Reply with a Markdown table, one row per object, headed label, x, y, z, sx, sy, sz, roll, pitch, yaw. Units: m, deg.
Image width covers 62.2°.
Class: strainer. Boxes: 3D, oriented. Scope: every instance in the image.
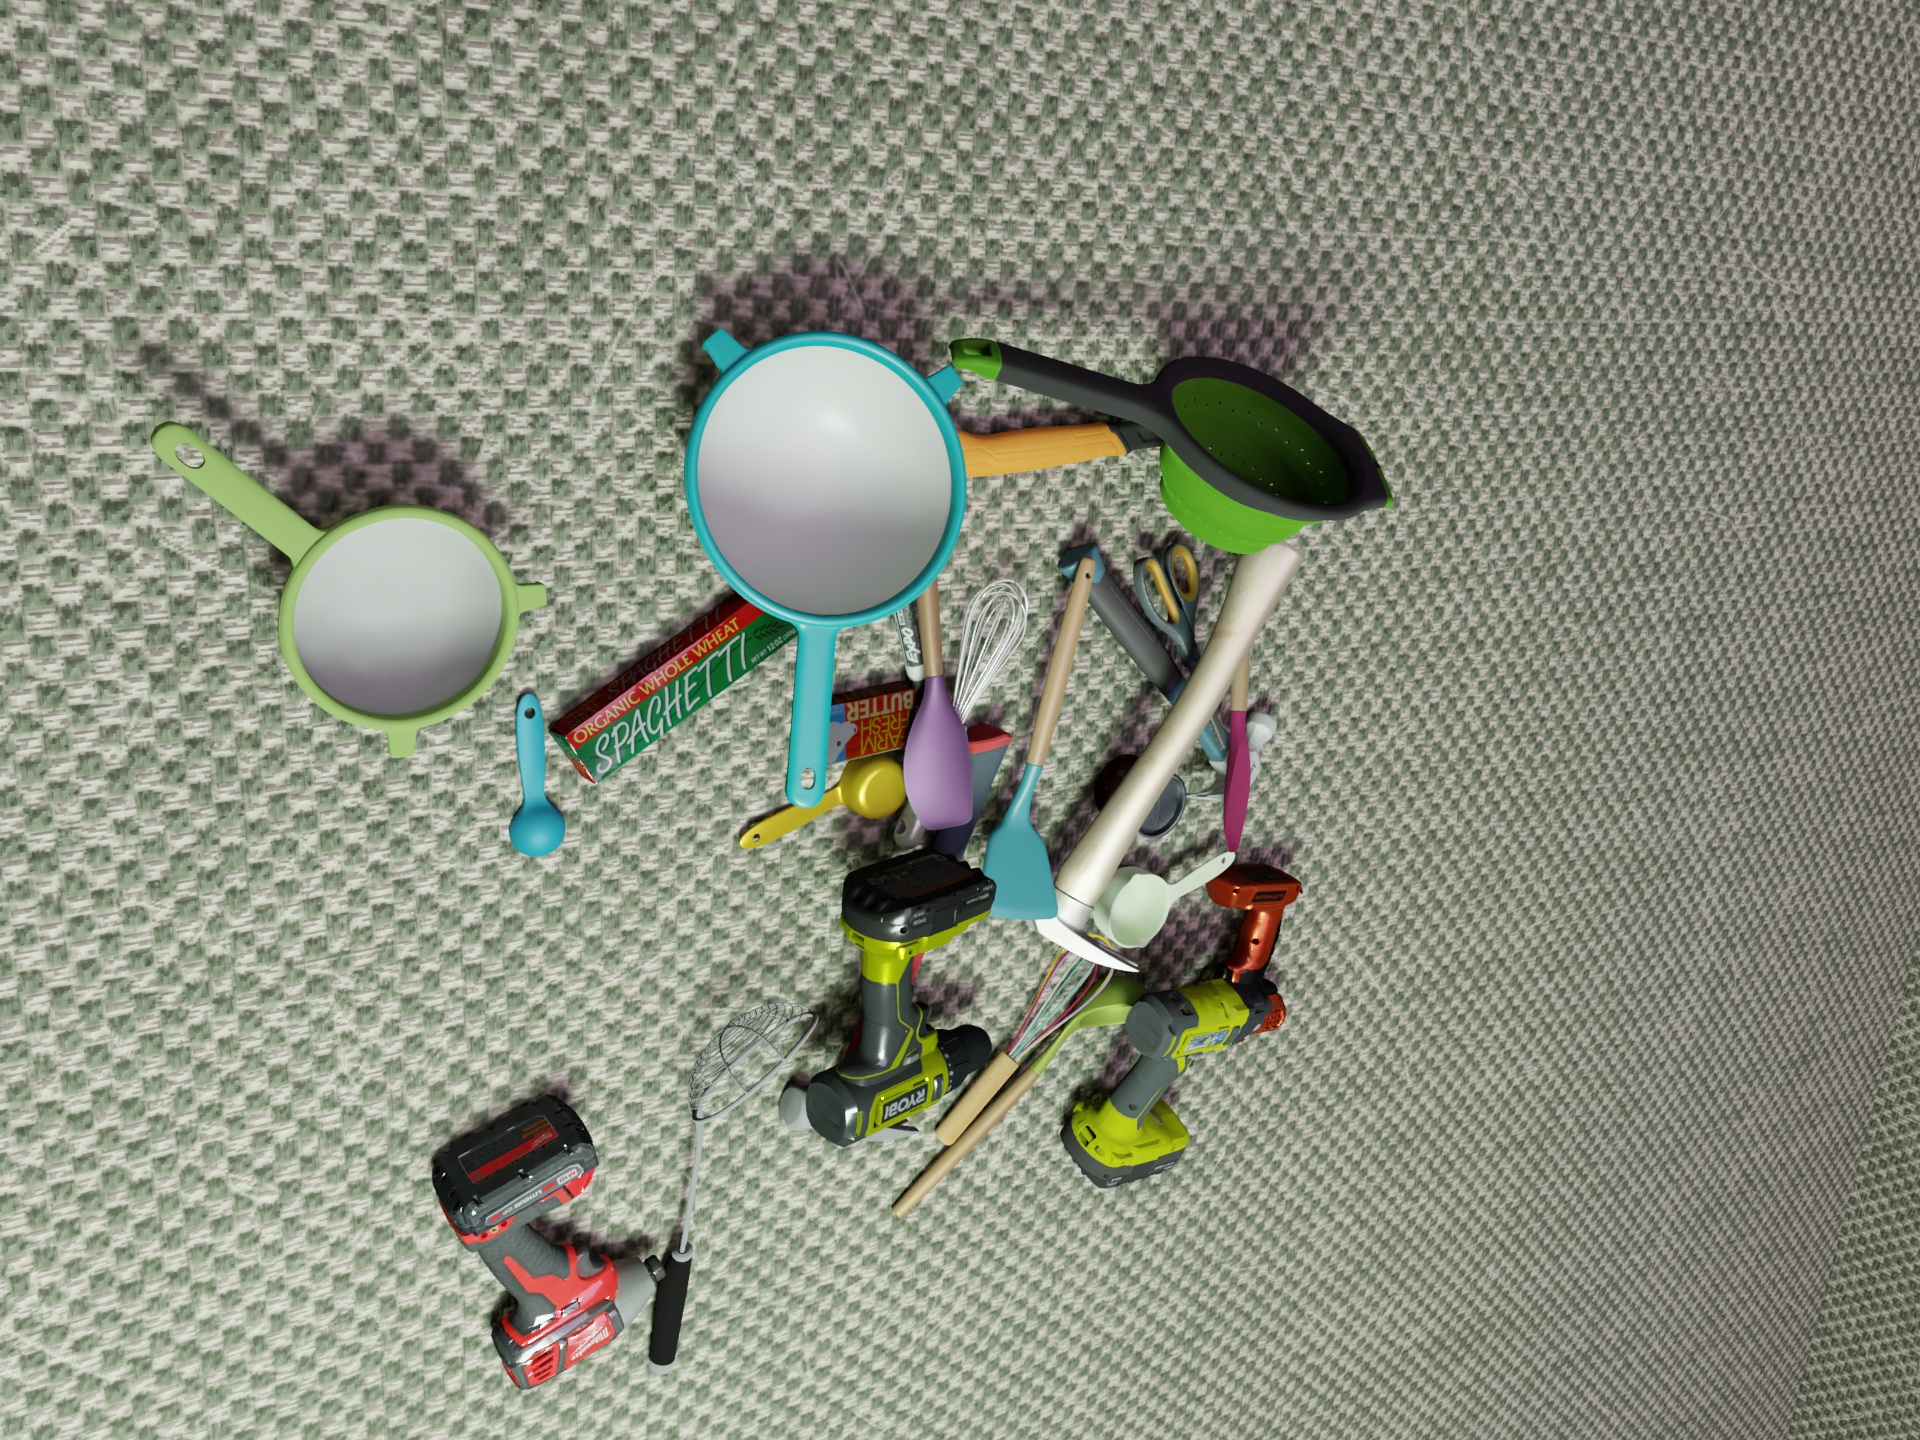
| label | x | y | z | sx | sy | sz | roll | pitch | yaw |
| --- | --- | --- | --- | --- | --- | --- | --- | --- | --- |
| strainer | -0.113 | -0.109 | 1.172 | 0.211 | 0.095 | 0.340 | 4 | 92 | -23 |
| strainer | -0.403 | -0.103 | 1.011 | 0.151 | 0.069 | 0.256 | -51 | 127 | -7 |

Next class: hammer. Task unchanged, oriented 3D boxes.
| label | x | y | z | sx | sy | sz | roll | pitch | yaw |
| --- | --- | --- | --- | --- | --- | --- | --- | --- | --- |
| hammer | -0.030 | 0.189 | 1.404 | 0.143 | 0.038 | 0.386 | 19 | 95 | -40 |
| hammer | 0.188 | -0.044 | 1.467 | 0.330 | 0.033 | 0.128 | 48 | 59 | -34 |
| hammer | 0.112 | -0.230 | 1.355 | 0.336 | 0.034 | 0.127 | -12 | 112 | -32 |
| hammer | 0.193 | 0.028 | 1.415 | 0.146 | 0.038 | 0.410 | 30 | 99 | -1 |

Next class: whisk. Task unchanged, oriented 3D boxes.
| label | x | y | z | sx | sy | sz | roll | pitch | yaw |
| --- | --- | --- | --- | --- | --- | --- | --- | --- | --- |
| whisk | -0.002 | -0.004 | 1.343 | 0.059 | 0.058 | 0.246 | 18 | 98 | -39 |
| whisk | 0.059 | 0.301 | 1.512 | 0.047 | 0.051 | 0.245 | 43 | 84 | -17 |

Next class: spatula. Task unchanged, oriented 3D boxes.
| label | x | y | z | sx | sy | sz | roll | pitch | yaw |
| --- | --- | --- | --- | --- | --- | --- | --- | --- | --- |
| spatula | -0.026 | -0.062 | 1.294 | 0.059 | 0.018 | 0.315 | -8 | 104 | -18 |
| spatula | 0.078 | 0.016 | 1.374 | 0.082 | 0.044 | 0.317 | 8 | 101 | -28 |

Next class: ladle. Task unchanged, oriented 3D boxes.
| label | x | y | z | sx | sy | sz | roll | pitch | yaw |
| --- | --- | --- | --- | --- | --- | --- | --- | --- | --- |
| ladle | 0.061 | 0.364 | 1.522 | 0.320 | 0.062 | 0.078 | -44 | 158 | -11 |

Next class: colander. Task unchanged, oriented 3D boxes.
| label | x | y | z | sx | sy | sz | roll | pitch | yaw |
| --- | --- | --- | --- | --- | --- | --- | --- | --- | --- |
| colander | 0.161 | -0.223 | 1.310 | 0.397 | 0.205 | 0.094 | 11 | 133 | -21 |

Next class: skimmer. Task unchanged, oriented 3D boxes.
| label | x | y | z | sx | sy | sz | roll | pitch | yaw |
| --- | --- | --- | --- | --- | --- | --- | --- | --- | --- |
| skimmer | -0.196 | 0.400 | 1.327 | 0.090 | 0.127 | 0.363 | 14 | 107 | 4 |

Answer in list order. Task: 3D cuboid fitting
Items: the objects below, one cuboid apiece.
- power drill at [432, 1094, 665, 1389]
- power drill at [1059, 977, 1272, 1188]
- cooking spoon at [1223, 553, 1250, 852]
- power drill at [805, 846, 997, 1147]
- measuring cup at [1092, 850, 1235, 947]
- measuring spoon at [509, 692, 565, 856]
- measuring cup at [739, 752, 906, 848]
| label | x | y | z | sx | sy | sz | roll | pitch | yaw |
| --- | --- | --- | --- | --- | --- | --- | --- | --- | --- |
| power drill | -0.319 | 0.414 | 1.258 | 0.143 | 0.079 | 0.219 | -26 | 123 | -26 |
| power drill | 0.204 | 0.347 | 1.552 | 0.171 | 0.080 | 0.223 | -1 | 129 | -39 |
| cooking spoon | 0.262 | -0.035 | 1.496 | 0.068 | 0.017 | 0.319 | 0 | 93 | -64 |
| power drill | -0.036 | 0.230 | 1.338 | 0.190 | 0.080 | 0.228 | -14 | 119 | -45 |
| measuring cup | 0.198 | 0.161 | 1.558 | 0.167 | 0.038 | 0.083 | -25 | 120 | -29 |
| measuring spoon | -0.309 | 0.043 | 1.160 | 0.042 | 0.021 | 0.128 | -12 | 114 | -32 |
| measuring cup | -0.109 | 0.074 | 1.308 | 0.156 | 0.029 | 0.062 | -25 | 120 | -29 |
